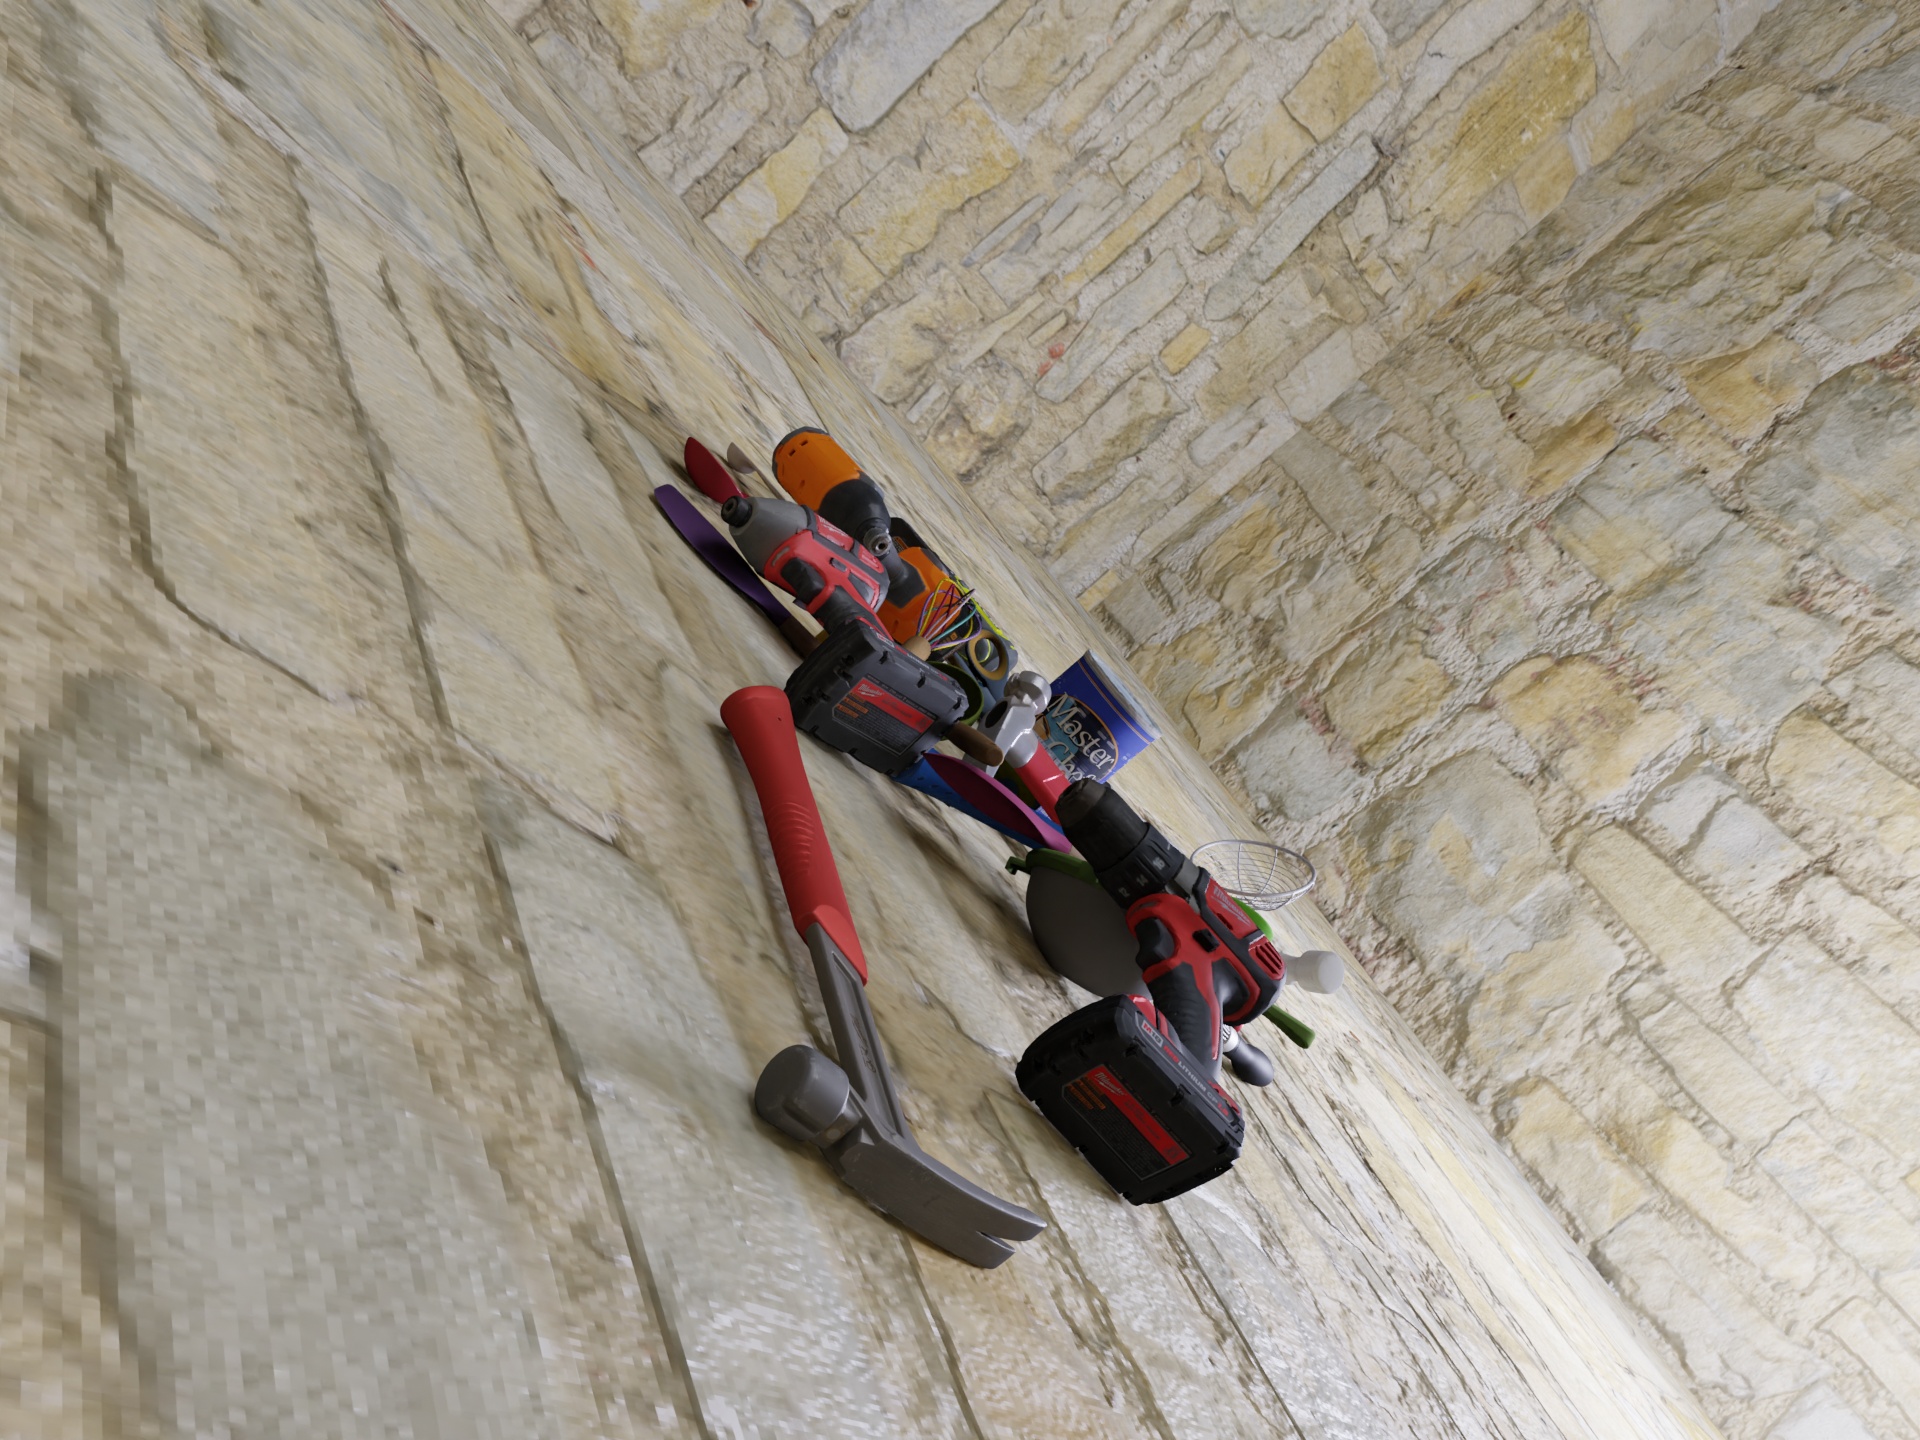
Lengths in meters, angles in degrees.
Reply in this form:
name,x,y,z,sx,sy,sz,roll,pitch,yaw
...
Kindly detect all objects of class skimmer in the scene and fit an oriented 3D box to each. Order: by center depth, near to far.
name,x,y,z,sx,sy,sz,roll,pitch,yaw
skimmer,0.204,0.082,1.579,0.363,0.090,0.127,38,8,-25

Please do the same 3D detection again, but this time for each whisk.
name,x,y,z,sx,sy,sz,roll,pitch,yaw
whisk,-0.031,-0.067,1.272,0.051,0.047,0.245,7,21,13
whisk,0.203,0.249,1.305,0.284,0.070,0.070,46,9,-47

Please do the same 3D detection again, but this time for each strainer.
name,x,y,z,sx,sy,sz,roll,pitch,yaw
strainer,0.141,0.183,1.121,0.256,0.069,0.151,35,-14,-14

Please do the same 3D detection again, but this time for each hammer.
name,x,y,z,sx,sy,sz,roll,pitch,yaw
hammer,-0.062,0.092,0.762,0.149,0.036,0.359,43,12,-33
hammer,0.111,0.118,1.216,0.405,0.035,0.144,31,-19,-28
hammer,0.127,0.145,1.325,0.386,0.038,0.143,53,44,-25

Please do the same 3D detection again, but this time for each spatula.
name,x,y,z,sx,sy,sz,roll,pitch,yaw
spatula,-0.111,-0.053,1.164,0.316,0.018,0.060,47,17,-7

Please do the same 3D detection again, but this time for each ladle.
name,x,y,z,sx,sy,sz,roll,pitch,yaw
ladle,-0.002,-0.004,1.152,0.078,0.062,0.320,5,4,-9
ladle,-0.163,-0.178,1.395,0.069,0.031,0.315,46,6,19

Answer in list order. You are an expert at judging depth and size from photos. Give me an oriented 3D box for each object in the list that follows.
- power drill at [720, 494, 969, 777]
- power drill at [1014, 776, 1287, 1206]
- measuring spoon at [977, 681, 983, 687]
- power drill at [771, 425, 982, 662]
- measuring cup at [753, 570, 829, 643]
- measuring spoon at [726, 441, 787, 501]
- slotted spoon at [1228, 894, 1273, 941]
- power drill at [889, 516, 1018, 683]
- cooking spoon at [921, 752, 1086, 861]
name,x,y,z,sx,sy,sz,roll,pitch,yaw
power drill,-0.090,-0.073,1.105,0.143,0.078,0.220,32,20,-41
power drill,0.106,0.148,0.939,0.188,0.080,0.227,48,32,-9
measuring spoon,0.047,-0.034,1.576,0.128,0.021,0.042,13,23,-42
power drill,-0.068,-0.142,1.401,0.164,0.084,0.226,50,-1,43
measuring cup,-0.119,-0.083,1.203,0.156,0.029,0.062,49,9,-13
measuring spoon,-0.183,-0.216,1.435,0.034,0.018,0.124,48,0,-45
slotted spoon,0.169,0.130,1.454,0.314,0.031,0.070,34,-20,52
power drill,-0.035,-0.133,1.650,0.191,0.080,0.228,52,7,14
cooking spoon,0.089,0.103,1.129,0.318,0.017,0.069,38,-17,-32
